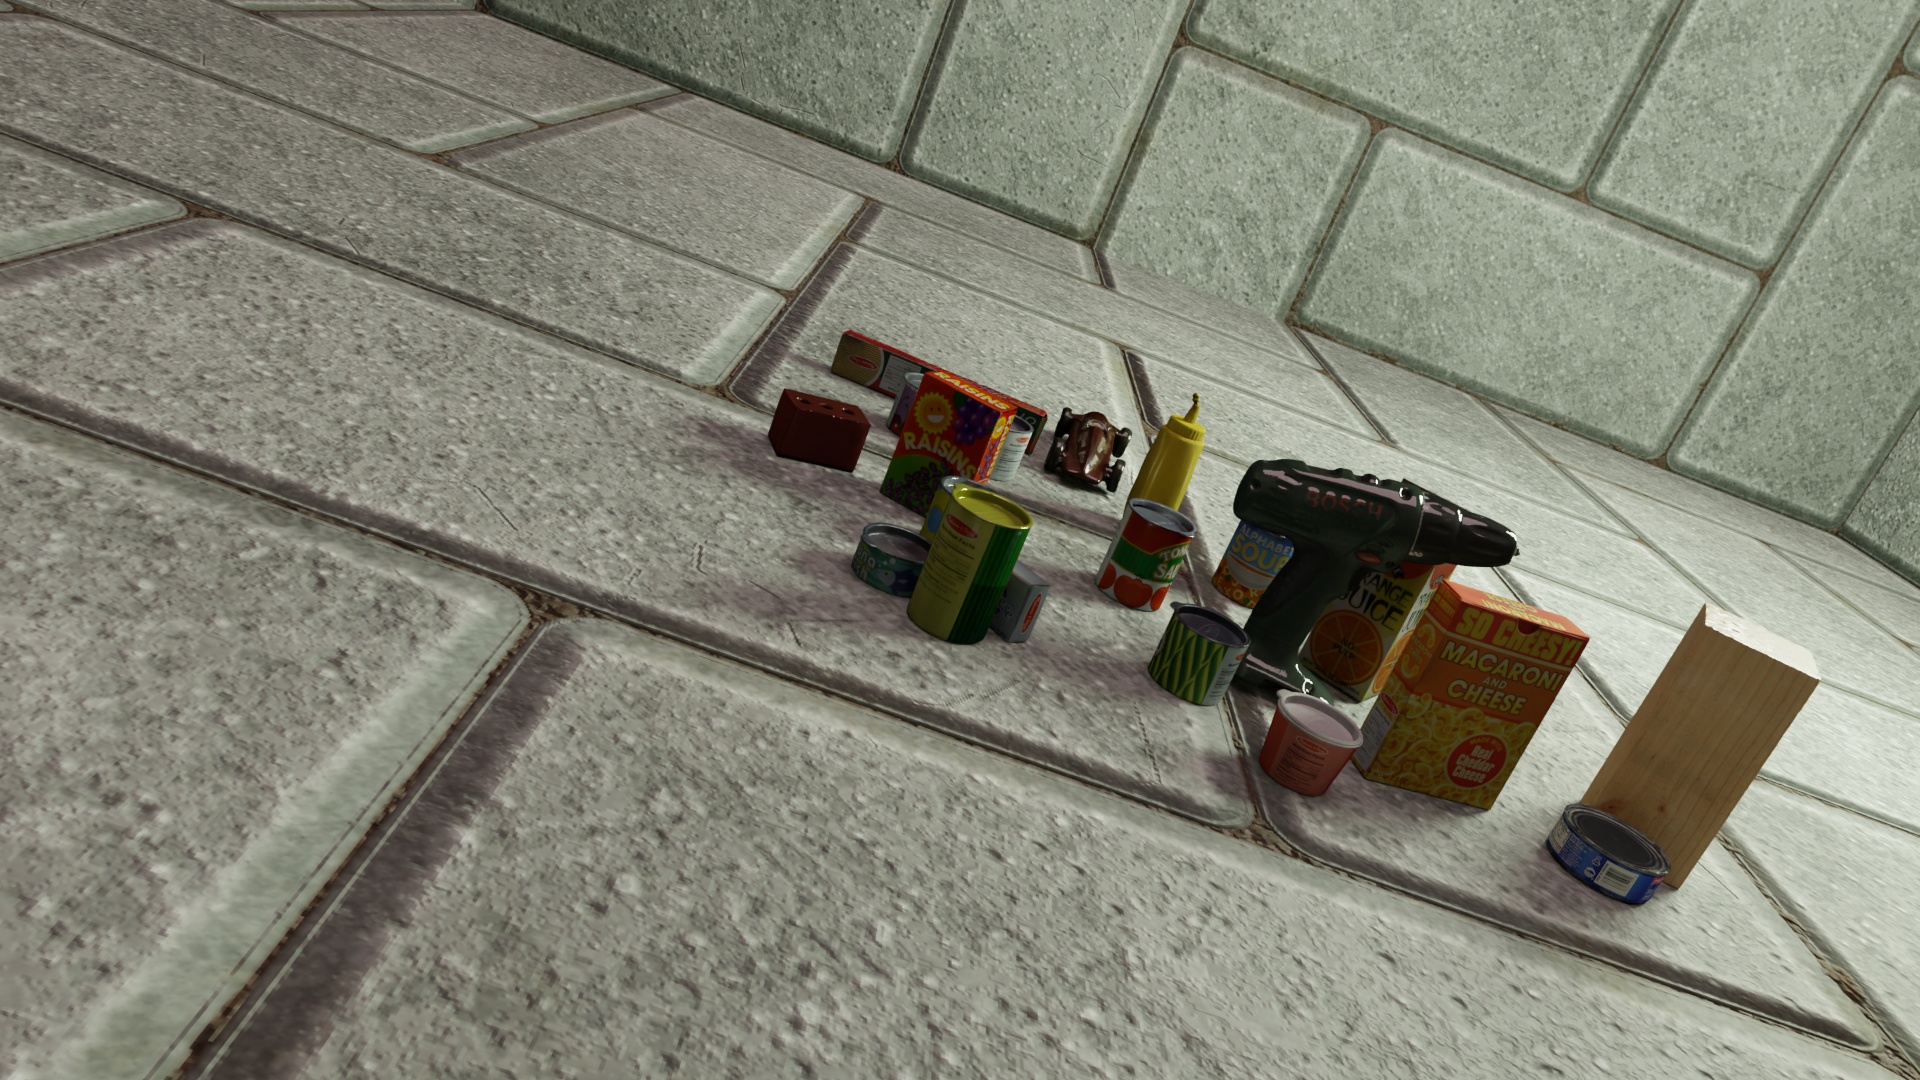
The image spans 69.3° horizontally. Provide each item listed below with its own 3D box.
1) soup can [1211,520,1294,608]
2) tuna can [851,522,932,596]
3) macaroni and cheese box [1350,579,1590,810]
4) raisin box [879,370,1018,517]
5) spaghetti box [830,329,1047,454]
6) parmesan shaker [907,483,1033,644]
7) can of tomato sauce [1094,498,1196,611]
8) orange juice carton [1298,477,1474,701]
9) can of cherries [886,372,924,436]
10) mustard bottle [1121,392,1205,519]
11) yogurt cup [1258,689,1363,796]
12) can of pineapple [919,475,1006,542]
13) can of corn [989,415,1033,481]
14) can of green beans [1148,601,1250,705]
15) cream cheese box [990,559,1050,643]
[{"bbox_3d":[0.295,0.019,1.377,0.071,0.083,0.071,19,20,-7],"label":"soup can"},{"bbox_3d":[-0.054,0.015,1.109,0.071,0.032,0.071,19,20,-7],"label":"tuna can"},{"bbox_3d":[0.402,0.125,1.100,0.124,0.165,0.040,16,21,-16],"label":"macaroni and cheese box"},{"bbox_3d":[-0.011,-0.082,1.265,0.086,0.123,0.040,29,21,19],"label":"raisin box"},{"bbox_3d":[-0.023,-0.168,1.571,0.250,0.050,0.029,23,20,3],"label":"spaghetti box"},{"bbox_3d":[0.005,0.018,1.061,0.071,0.102,0.071,19,20,-7],"label":"parmesan shaker"},{"bbox_3d":[0.169,0.014,1.263,0.071,0.082,0.071,19,20,-7],"label":"can of tomato sauce"},{"bbox_3d":[0.386,0.043,1.251,0.072,0.192,0.073,34,23,30],"label":"orange juice carton"},{"bbox_3d":[-0.036,-0.137,1.470,0.071,0.058,0.072,19,20,-7],"label":"can of cherries"},{"bbox_3d":[0.215,-0.076,1.424,0.049,0.159,0.065,19,20,-8],"label":"mustard bottle"},{"bbox_3d":[0.261,0.155,1.045,0.072,0.053,0.072,19,20,-7],"label":"yogurt cup"},{"bbox_3d":[0.004,-0.015,1.207,0.071,0.057,0.071,19,20,-7],"label":"can of pineapple"},{"bbox_3d":[0.034,-0.103,1.456,0.071,0.058,0.071,19,20,-7],"label":"can of corn"},{"bbox_3d":[0.193,0.092,1.128,0.071,0.057,0.071,19,20,-7],"label":"can of green beans"},{"bbox_3d":[0.023,0.033,1.113,0.024,0.053,0.104,1,29,-44],"label":"cream cheese box"}]
